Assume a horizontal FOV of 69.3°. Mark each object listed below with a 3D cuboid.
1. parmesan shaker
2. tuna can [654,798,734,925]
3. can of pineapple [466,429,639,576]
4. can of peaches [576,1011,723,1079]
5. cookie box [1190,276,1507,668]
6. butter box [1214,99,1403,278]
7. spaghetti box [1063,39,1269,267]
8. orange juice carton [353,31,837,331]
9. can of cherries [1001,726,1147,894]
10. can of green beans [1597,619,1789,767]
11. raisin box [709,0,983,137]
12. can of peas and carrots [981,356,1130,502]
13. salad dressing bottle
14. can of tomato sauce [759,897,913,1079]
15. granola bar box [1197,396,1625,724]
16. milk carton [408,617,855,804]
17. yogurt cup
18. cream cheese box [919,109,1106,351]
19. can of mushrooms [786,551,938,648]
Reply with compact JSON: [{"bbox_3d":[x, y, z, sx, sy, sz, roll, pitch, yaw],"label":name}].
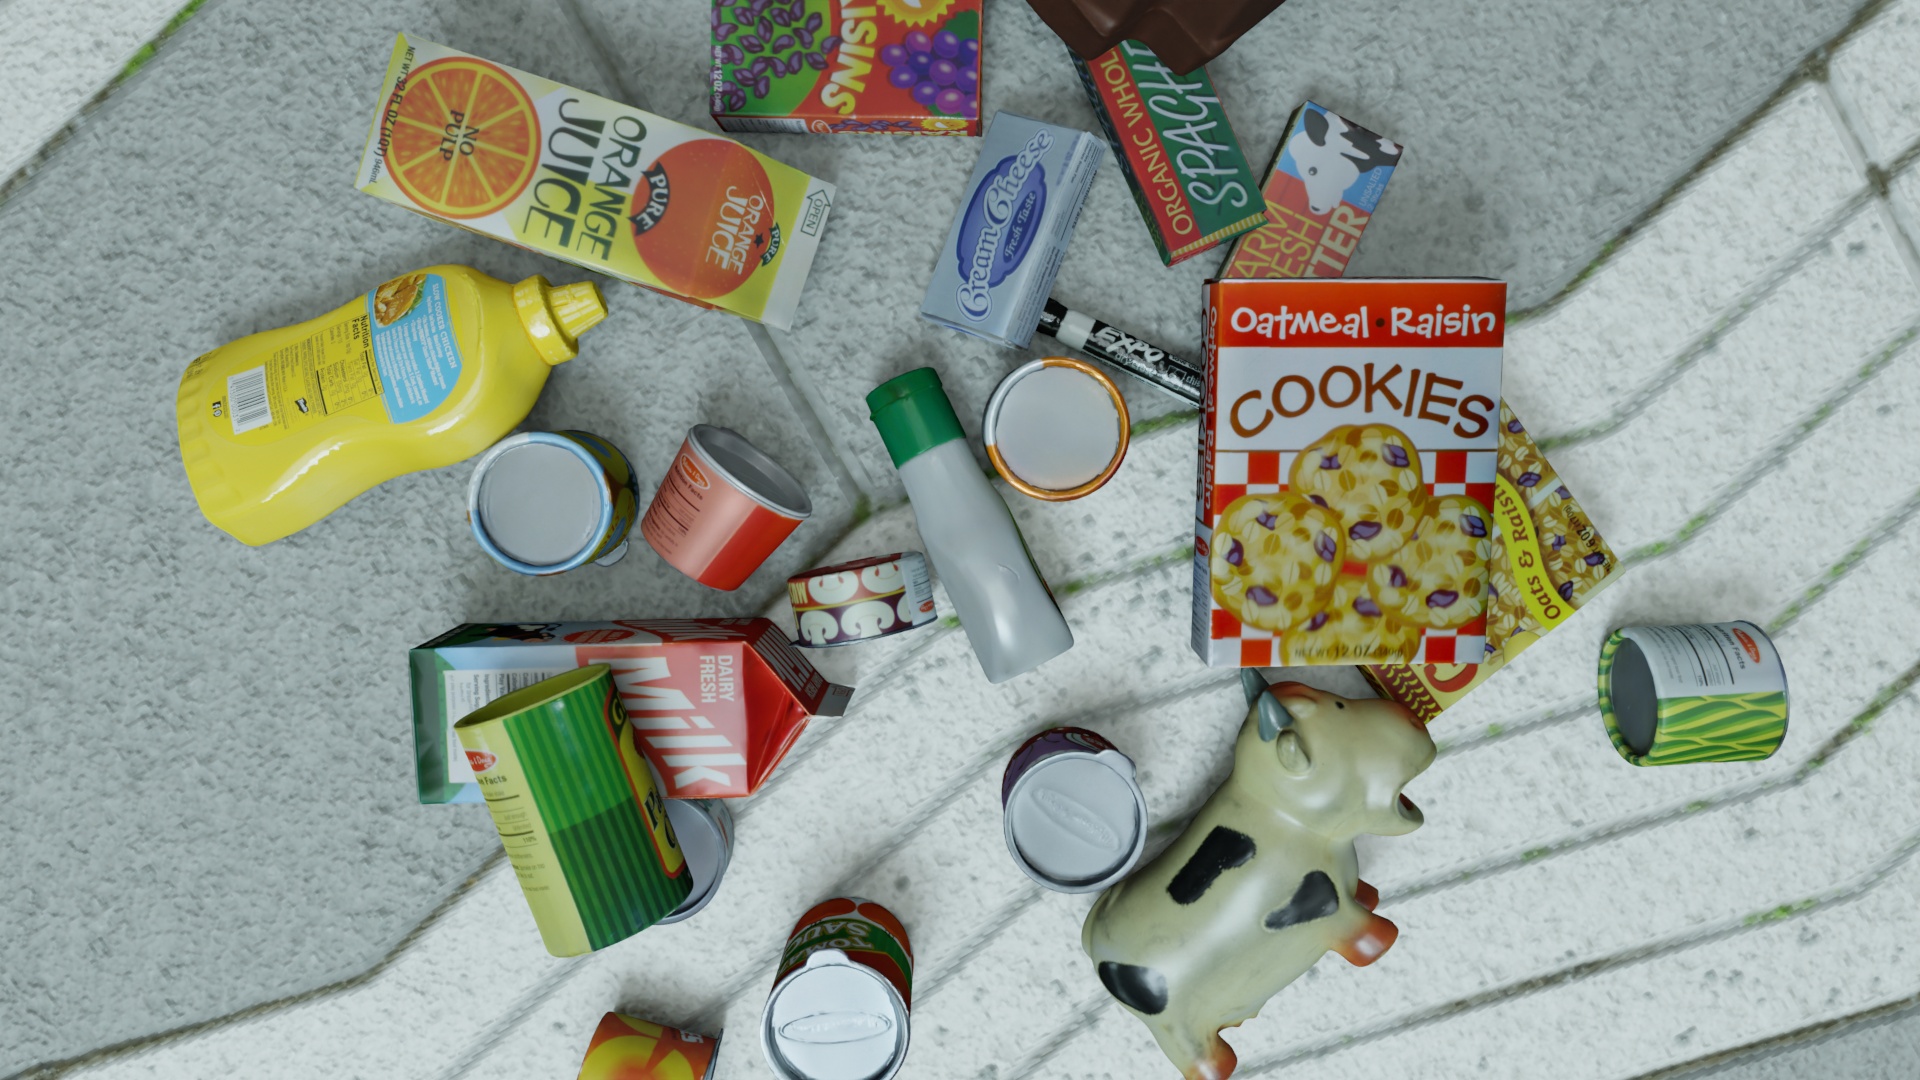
[{"bbox_3d":[-0.161,0.111,0.581,0.071,0.071,0.103,-20,97,1],"label":"parmesan shaker"},{"bbox_3d":[-0.146,0.148,0.671,0.071,0.033,0.071,0,94,-1],"label":"tuna can"},{"bbox_3d":[-0.186,-0.017,0.645,0.071,0.058,0.071,0,95,-1],"label":"can of pineapple"},{"bbox_3d":[-0.151,0.263,0.664,0.058,0.071,0.071,15,94,-1],"label":"can of peaches"},{"bbox_3d":[0.166,-0.031,0.606,0.123,0.040,0.167,0,99,-3],"label":"cookie box"},{"bbox_3d":[0.161,-0.148,0.655,0.053,0.024,0.103,25,93,-2],"label":"butter box"},{"bbox_3d":[0.067,-0.246,0.633,0.050,0.028,0.250,-23,88,2],"label":"spaghetti box"},{"bbox_3d":[-0.158,-0.157,0.628,0.193,0.073,0.071,18,94,-2],"label":"orange juice carton"},{"bbox_3d":[0.055,0.124,0.658,0.071,0.058,0.071,0,94,0],"label":"can of cherries"},{"bbox_3d":[0.342,0.072,0.652,0.058,0.071,0.071,-3,95,1],"label":"can of green beans"},{"bbox_3d":[-0.051,-0.232,0.640,0.123,0.040,0.086,1,94,1],"label":"raisin box"},{"bbox_3d":[0.045,-0.051,0.644,0.071,0.059,0.071,0,95,0],"label":"can of peas and carrots"},{"bbox_3d":[0.002,-0.008,0.648,0.044,0.064,0.147,-25,87,-9],"label":"salad dressing bottle"},{"bbox_3d":[-0.056,0.211,0.651,0.071,0.083,0.071,0,95,0],"label":"can of tomato sauce"},{"bbox_3d":[0.211,-0.013,0.652,0.124,0.039,0.165,-38,98,2],"label":"granola bar box"},{"bbox_3d":[-0.147,0.077,0.646,0.191,0.072,0.073,-1,96,0],"label":"milk carton"},{"bbox_3d":[-0.111,-0.013,0.644,0.072,0.072,0.054,37,102,-3],"label":"yogurt cup"},{"bbox_3d":[0.024,-0.143,0.642,0.053,0.024,0.103,24,95,35],"label":"cream cheese box"},{"bbox_3d":[-0.048,0.028,0.646,0.071,0.071,0.033,-11,94,1],"label":"can of mushrooms"}]
